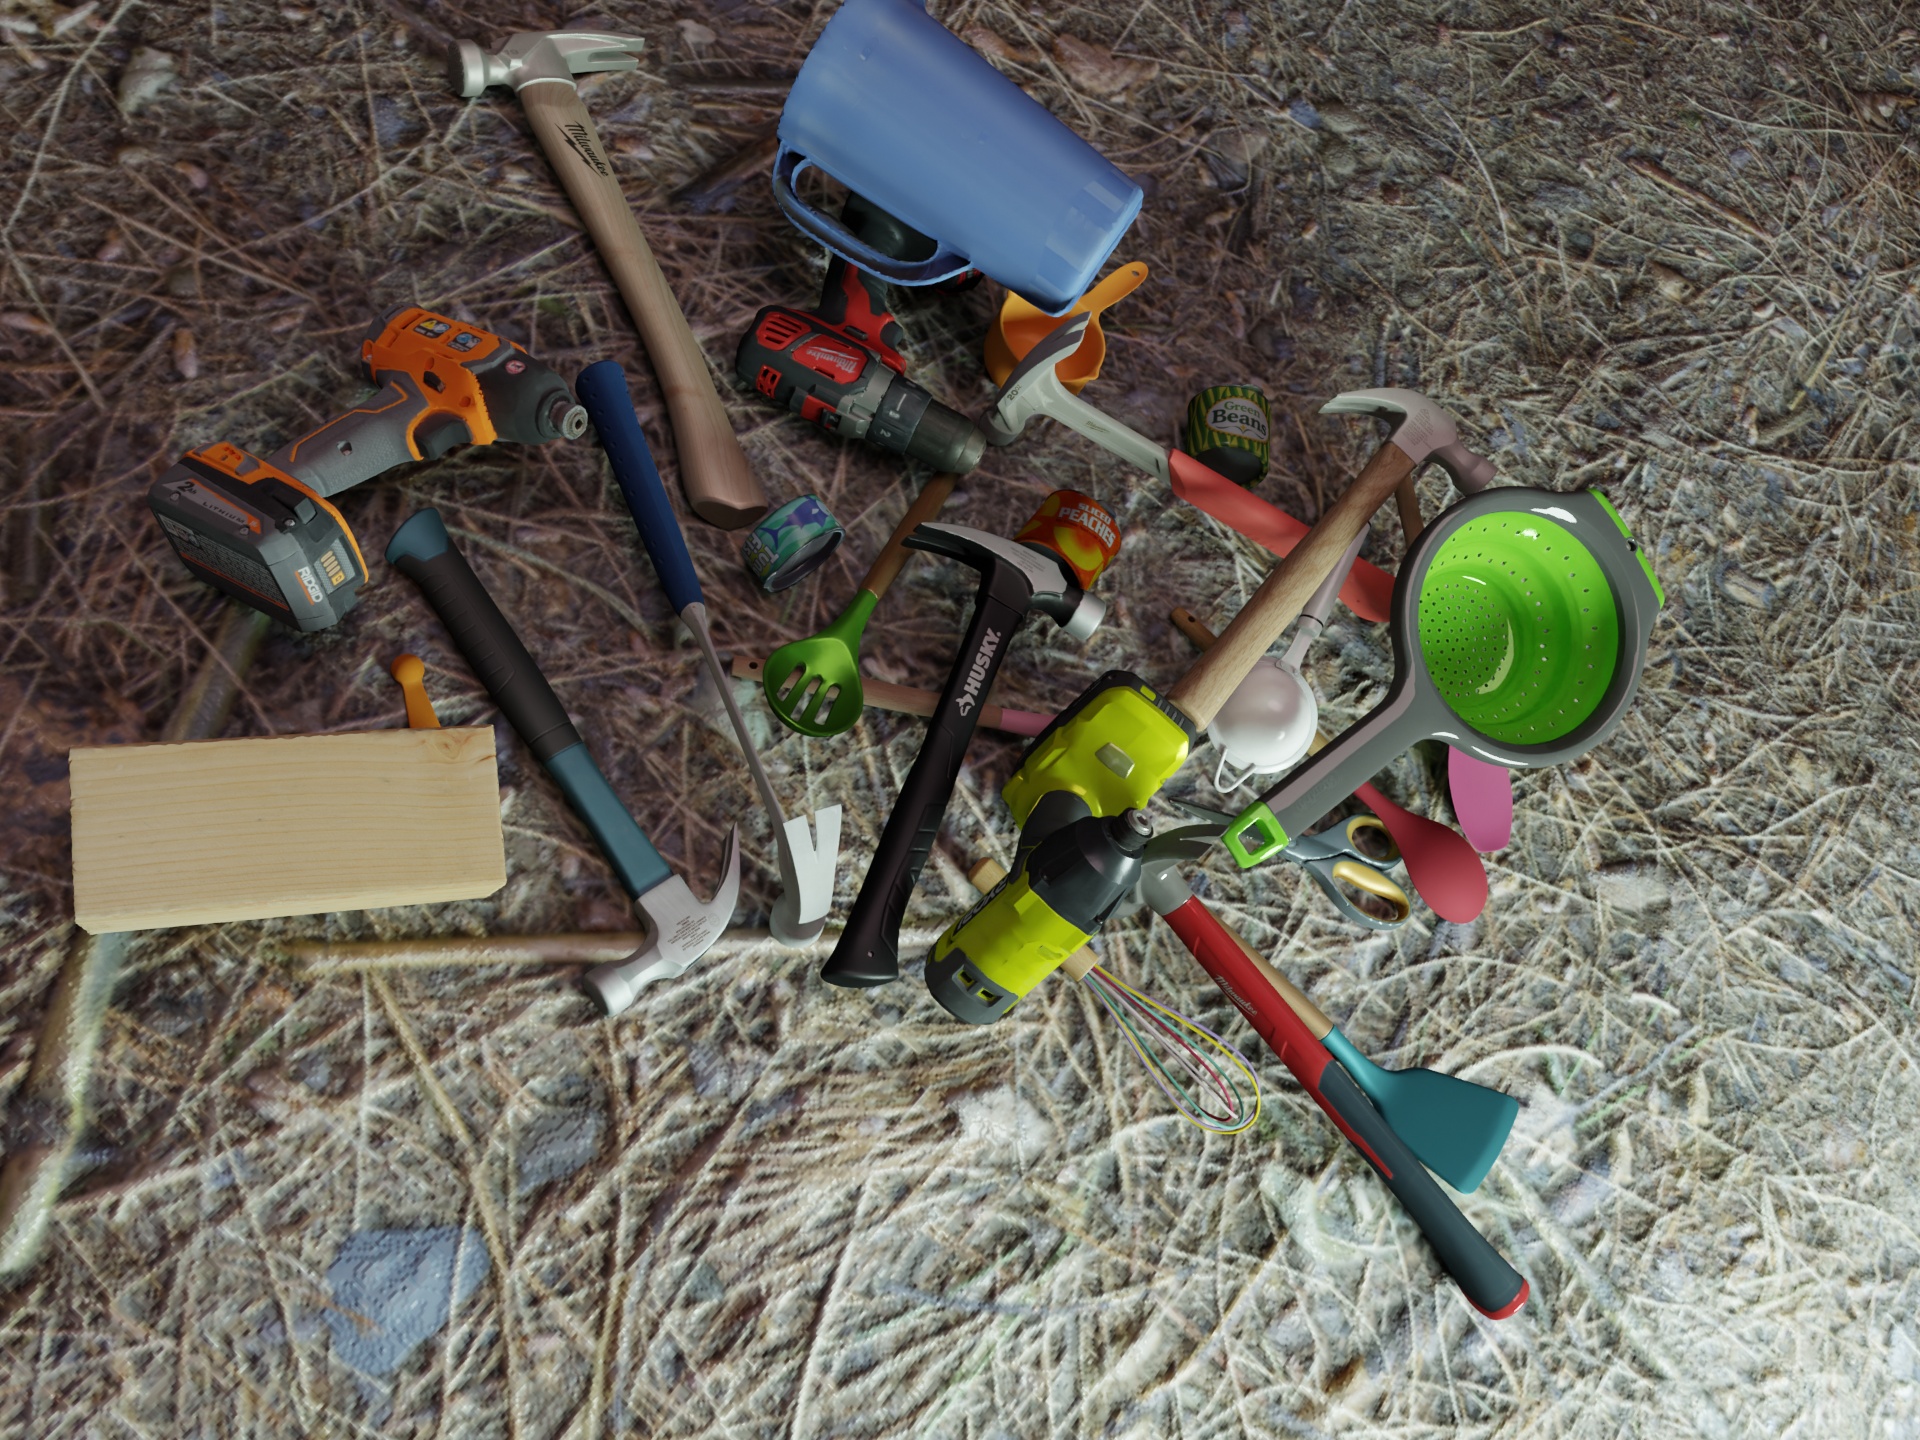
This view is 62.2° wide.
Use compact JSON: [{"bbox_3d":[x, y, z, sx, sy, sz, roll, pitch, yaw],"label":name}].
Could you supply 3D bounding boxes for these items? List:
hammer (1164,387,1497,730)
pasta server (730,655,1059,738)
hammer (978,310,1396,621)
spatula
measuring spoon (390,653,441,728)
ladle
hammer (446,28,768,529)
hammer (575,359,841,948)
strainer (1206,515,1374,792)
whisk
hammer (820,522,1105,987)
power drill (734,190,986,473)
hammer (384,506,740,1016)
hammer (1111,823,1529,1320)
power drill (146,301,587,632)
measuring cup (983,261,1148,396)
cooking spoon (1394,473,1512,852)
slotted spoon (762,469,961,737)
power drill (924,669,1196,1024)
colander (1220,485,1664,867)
[{"bbox_3d":[0.252,-0.119,1.142,0.130,0.031,0.331,43,69,-1],"label":"hammer"},{"bbox_3d":[-0.002,-0.003,1.088,0.316,0.040,0.060,11,63,-13],"label":"pasta server"},{"bbox_3d":[0.195,-0.174,1.193,0.359,0.149,0.037,27,62,-17],"label":"hammer"},{"bbox_3d":[0.237,0.192,1.086,0.317,0.044,0.082,42,62,1],"label":"spatula"},{"bbox_3d":[-0.318,0.011,0.954,0.021,0.011,0.117,-14,73,-27],"label":"measuring spoon"},{"bbox_3d":[0.272,0.026,1.174,0.315,0.031,0.069,45,54,8],"label":"ladle"},{"bbox_3d":[-0.224,-0.322,1.133,0.146,0.038,0.411,-18,76,-30],"label":"hammer"},{"bbox_3d":[-0.163,-0.062,0.999,0.035,0.144,0.406,-17,68,-20],"label":"hammer"},{"bbox_3d":[0.251,-0.063,1.163,0.087,0.050,0.258,30,75,-8],"label":"strainer"},{"bbox_3d":[0.096,0.181,1.037,0.245,0.047,0.051,43,46,5],"label":"whisk"},{"bbox_3d":[-0.017,0.019,1.022,0.146,0.035,0.335,30,61,-14],"label":"hammer"},{"bbox_3d":[-0.039,-0.295,1.170,0.188,0.080,0.227,27,63,-4],"label":"power drill"},{"bbox_3d":[-0.251,0.010,0.971,0.128,0.033,0.331,-31,81,-30],"label":"hammer"},{"bbox_3d":[0.243,0.230,1.027,0.038,0.143,0.386,-41,91,-29],"label":"hammer"},{"bbox_3d":[-0.342,-0.157,0.953,0.164,0.084,0.226,24,55,23],"label":"power drill"},{"bbox_3d":[0.087,-0.308,1.248,0.095,0.052,0.174,46,56,2],"label":"measuring cup"},{"bbox_3d":[0.378,-0.054,1.244,0.068,0.017,0.319,-6,80,-32],"label":"cooking spoon"},{"bbox_3d":[-0.052,-0.100,1.093,0.070,0.031,0.314,34,52,-6],"label":"slotted spoon"},{"bbox_3d":[0.071,0.067,0.967,0.080,0.171,0.223,39,32,-6],"label":"power drill"},{"bbox_3d":[0.330,-0.019,1.160,0.397,0.094,0.204,-35,96,-15],"label":"colander"}]
